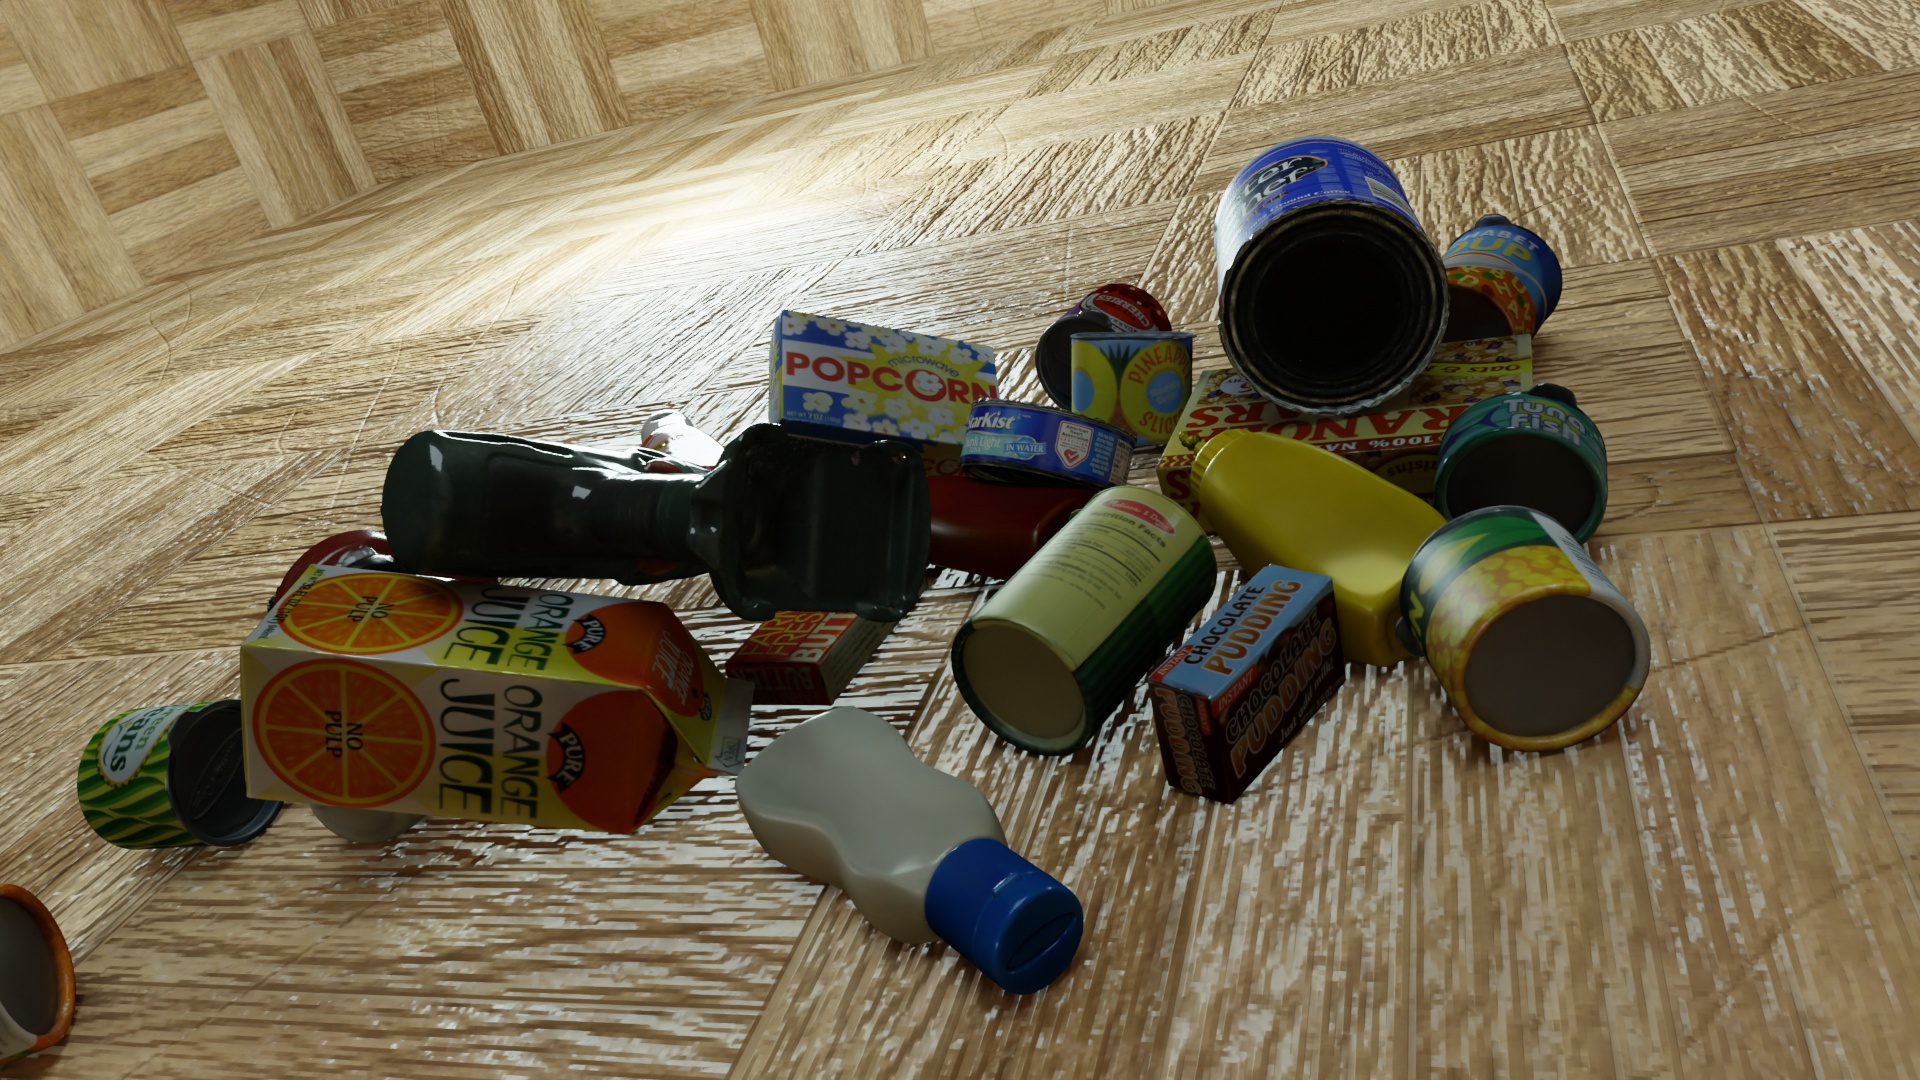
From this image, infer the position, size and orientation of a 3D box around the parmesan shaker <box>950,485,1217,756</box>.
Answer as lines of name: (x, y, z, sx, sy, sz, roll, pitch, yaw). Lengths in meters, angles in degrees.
parmesan shaker: (0.048, 0.030, 0.559, 0.071, 0.071, 0.103, 6, 33, 38)

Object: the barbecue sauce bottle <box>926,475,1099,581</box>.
barbecue sauce bottle: (0.002, -0.009, 0.692, 0.148, 0.043, 0.065, 9, 23, 43)

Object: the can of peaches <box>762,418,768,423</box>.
can of peaches: (-0.083, -0.046, 0.794, 0.071, 0.071, 0.058, 7, 33, 40)

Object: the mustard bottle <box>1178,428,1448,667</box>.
mustard bottle: (0.141, -0.010, 0.583, 0.065, 0.048, 0.161, -29, 38, -10)

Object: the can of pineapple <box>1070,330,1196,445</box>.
can of pineapple: (0.094, -0.083, 0.753, 0.071, 0.057, 0.071, -1, 10, 0)

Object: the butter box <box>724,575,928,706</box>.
butter box: (-0.061, 0.039, 0.653, 0.053, 0.024, 0.104, -2, 29, 29)

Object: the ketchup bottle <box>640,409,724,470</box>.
ketchup bottle: (-0.175, -0.045, 0.868, 0.065, 0.043, 0.149, -21, 25, -10)

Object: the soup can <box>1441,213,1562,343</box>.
soup can: (0.275, -0.126, 0.740, 0.071, 0.071, 0.084, 5, 32, 37)

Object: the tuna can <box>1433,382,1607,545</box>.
tuna can: (0.229, -0.027, 0.566, 0.071, 0.070, 0.033, -3, 29, 25)

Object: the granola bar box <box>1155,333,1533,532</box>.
granola bar box: (0.191, -0.052, 0.675, 0.165, 0.039, 0.125, -4, 27, 23)

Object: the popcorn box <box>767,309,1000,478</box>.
popcorn box: (-0.041, -0.076, 0.764, 0.127, 0.038, 0.085, 8, 48, -17)

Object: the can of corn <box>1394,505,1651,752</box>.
can of corn: (0.190, 0.031, 0.478, 0.071, 0.071, 0.058, -13, 26, 6)

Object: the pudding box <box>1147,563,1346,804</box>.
pudding box: (0.105, 0.050, 0.506, 0.030, 0.049, 0.084, 12, 37, 43)

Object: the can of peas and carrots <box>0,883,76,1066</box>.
can of peas and carrots: (-0.382, 0.170, 0.526, 0.059, 0.070, 0.071, -20, 26, -11)

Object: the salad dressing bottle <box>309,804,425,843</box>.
salad dressing bottle: (-0.253, 0.081, 0.660, 0.064, 0.043, 0.148, -7, 25, 8)

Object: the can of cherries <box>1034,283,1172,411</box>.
can of cherries: (0.087, -0.115, 0.827, 0.071, 0.071, 0.059, 2, 30, 33)

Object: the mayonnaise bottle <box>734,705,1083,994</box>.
mayonnaise bottle: (-0.019, 0.105, 0.479, 0.065, 0.041, 0.148, -31, 30, -26)

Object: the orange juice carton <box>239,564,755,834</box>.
orange juice carton: (-0.183, 0.067, 0.574, 0.193, 0.072, 0.072, 7, 24, -6)

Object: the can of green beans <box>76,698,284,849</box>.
can of green beans: (-0.355, 0.107, 0.637, 0.058, 0.071, 0.071, -7, 27, 20)
